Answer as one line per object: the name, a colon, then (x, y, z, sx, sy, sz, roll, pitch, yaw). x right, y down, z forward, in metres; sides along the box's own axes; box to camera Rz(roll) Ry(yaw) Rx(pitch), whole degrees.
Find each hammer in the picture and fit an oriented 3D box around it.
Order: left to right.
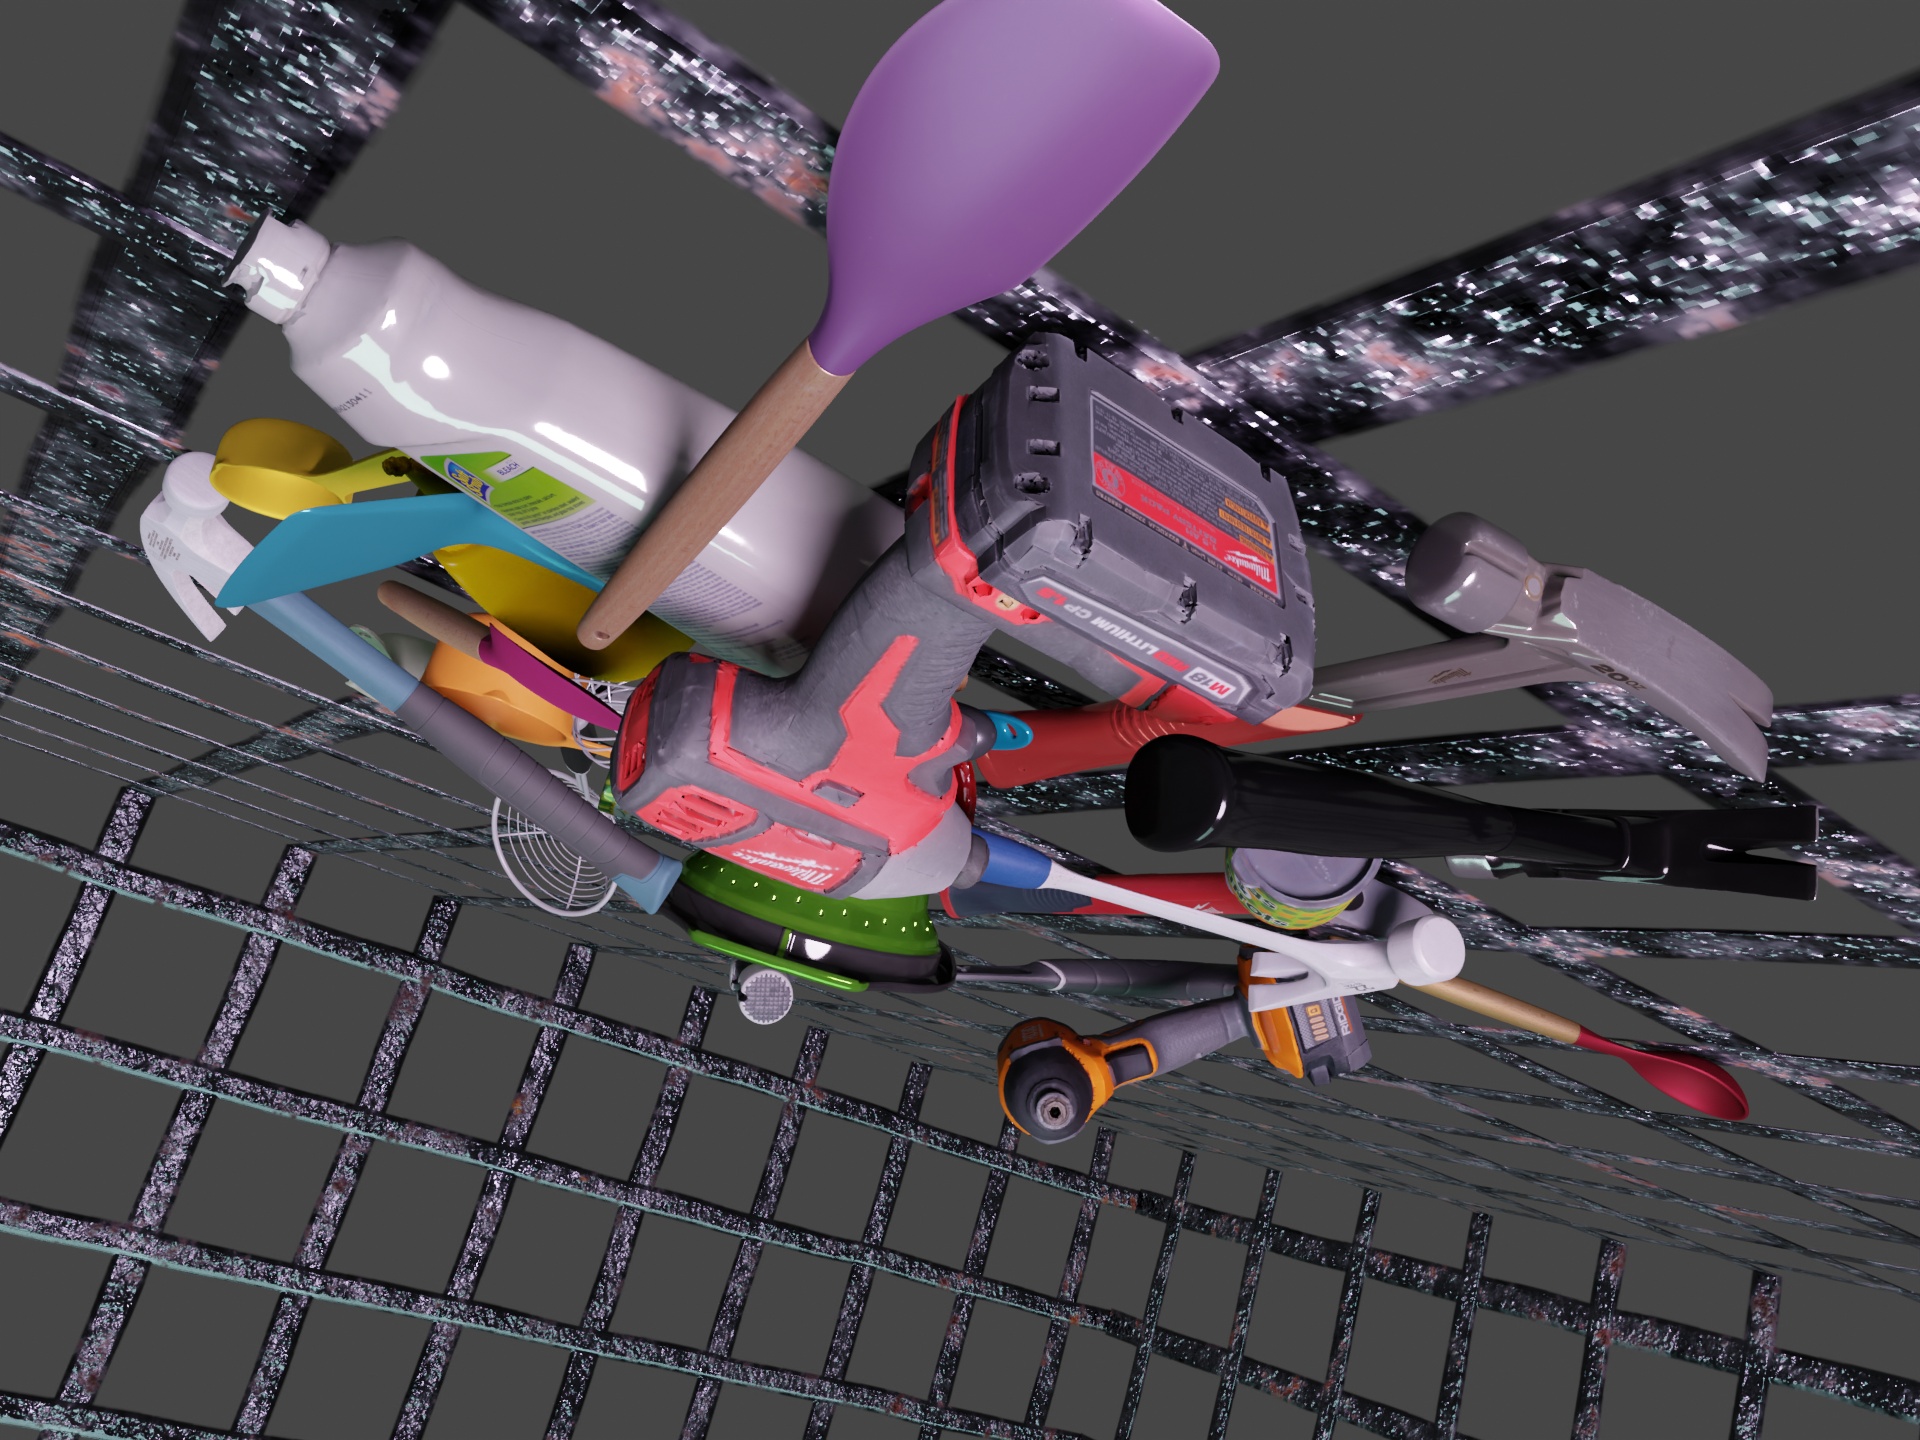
hammer: (-0.280, -0.004, 0.837, 0.330, 0.033, 0.128, 40, 147, -18)
hammer: (0.040, 0.179, 1.123, 0.408, 0.036, 0.149, 4, -173, -14)
hammer: (0.046, 0.081, 0.792, 0.405, 0.035, 0.144, 18, 156, -21)
hammer: (0.115, 0.116, 1.021, 0.143, 0.038, 0.386, 24, 162, -28)
hammer: (0.119, -0.001, 0.631, 0.149, 0.037, 0.359, 25, 162, -25)
hammer: (0.168, 0.035, 0.528, 0.146, 0.035, 0.334, -1, 173, 42)

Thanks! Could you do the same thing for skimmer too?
skimmer: (-0.299, 0.062, 1.157, 0.127, 0.090, 0.363, 48, 161, 4)

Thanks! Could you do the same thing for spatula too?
spatula: (-0.119, -0.041, 0.631, 0.317, 0.044, 0.082, 15, 151, -39)
spatula: (-0.048, -0.087, 0.431, 0.059, 0.018, 0.316, 24, 148, -22)

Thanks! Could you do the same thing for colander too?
colander: (-0.086, 0.092, 1.086, 0.204, 0.094, 0.397, 17, -178, 1)

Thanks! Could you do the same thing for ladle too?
ladle: (0.383, 0.200, 1.054, 0.315, 0.031, 0.069, 21, 161, -8)

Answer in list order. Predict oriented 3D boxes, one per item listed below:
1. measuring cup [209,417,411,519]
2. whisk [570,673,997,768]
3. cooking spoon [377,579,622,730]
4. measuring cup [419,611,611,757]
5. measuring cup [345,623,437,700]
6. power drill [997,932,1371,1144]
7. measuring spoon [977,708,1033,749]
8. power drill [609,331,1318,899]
measuring cup: (-0.246, -0.113, 0.659, 0.156, 0.029, 0.062, -7, 159, 28)
whisk: (-0.098, -0.001, 0.773, 0.285, 0.070, 0.070, 5, 160, 38)
cooking spoon: (-0.225, -0.037, 0.741, 0.068, 0.017, 0.319, 40, 169, -34)
measuring cup: (-0.214, -0.012, 0.901, 0.173, 0.052, 0.095, 19, 164, -13)
measuring cup: (-0.333, -0.040, 0.951, 0.083, 0.038, 0.167, 17, 162, -1)
power drill: (0.133, 0.206, 0.999, 0.226, 0.084, 0.164, -16, 179, 1)
measuring spoon: (-0.001, -0.002, 0.743, 0.129, 0.021, 0.042, 6, 127, 55)
power drill: (-0.001, -0.009, 0.505, 0.143, 0.079, 0.219, 26, 137, -29)
